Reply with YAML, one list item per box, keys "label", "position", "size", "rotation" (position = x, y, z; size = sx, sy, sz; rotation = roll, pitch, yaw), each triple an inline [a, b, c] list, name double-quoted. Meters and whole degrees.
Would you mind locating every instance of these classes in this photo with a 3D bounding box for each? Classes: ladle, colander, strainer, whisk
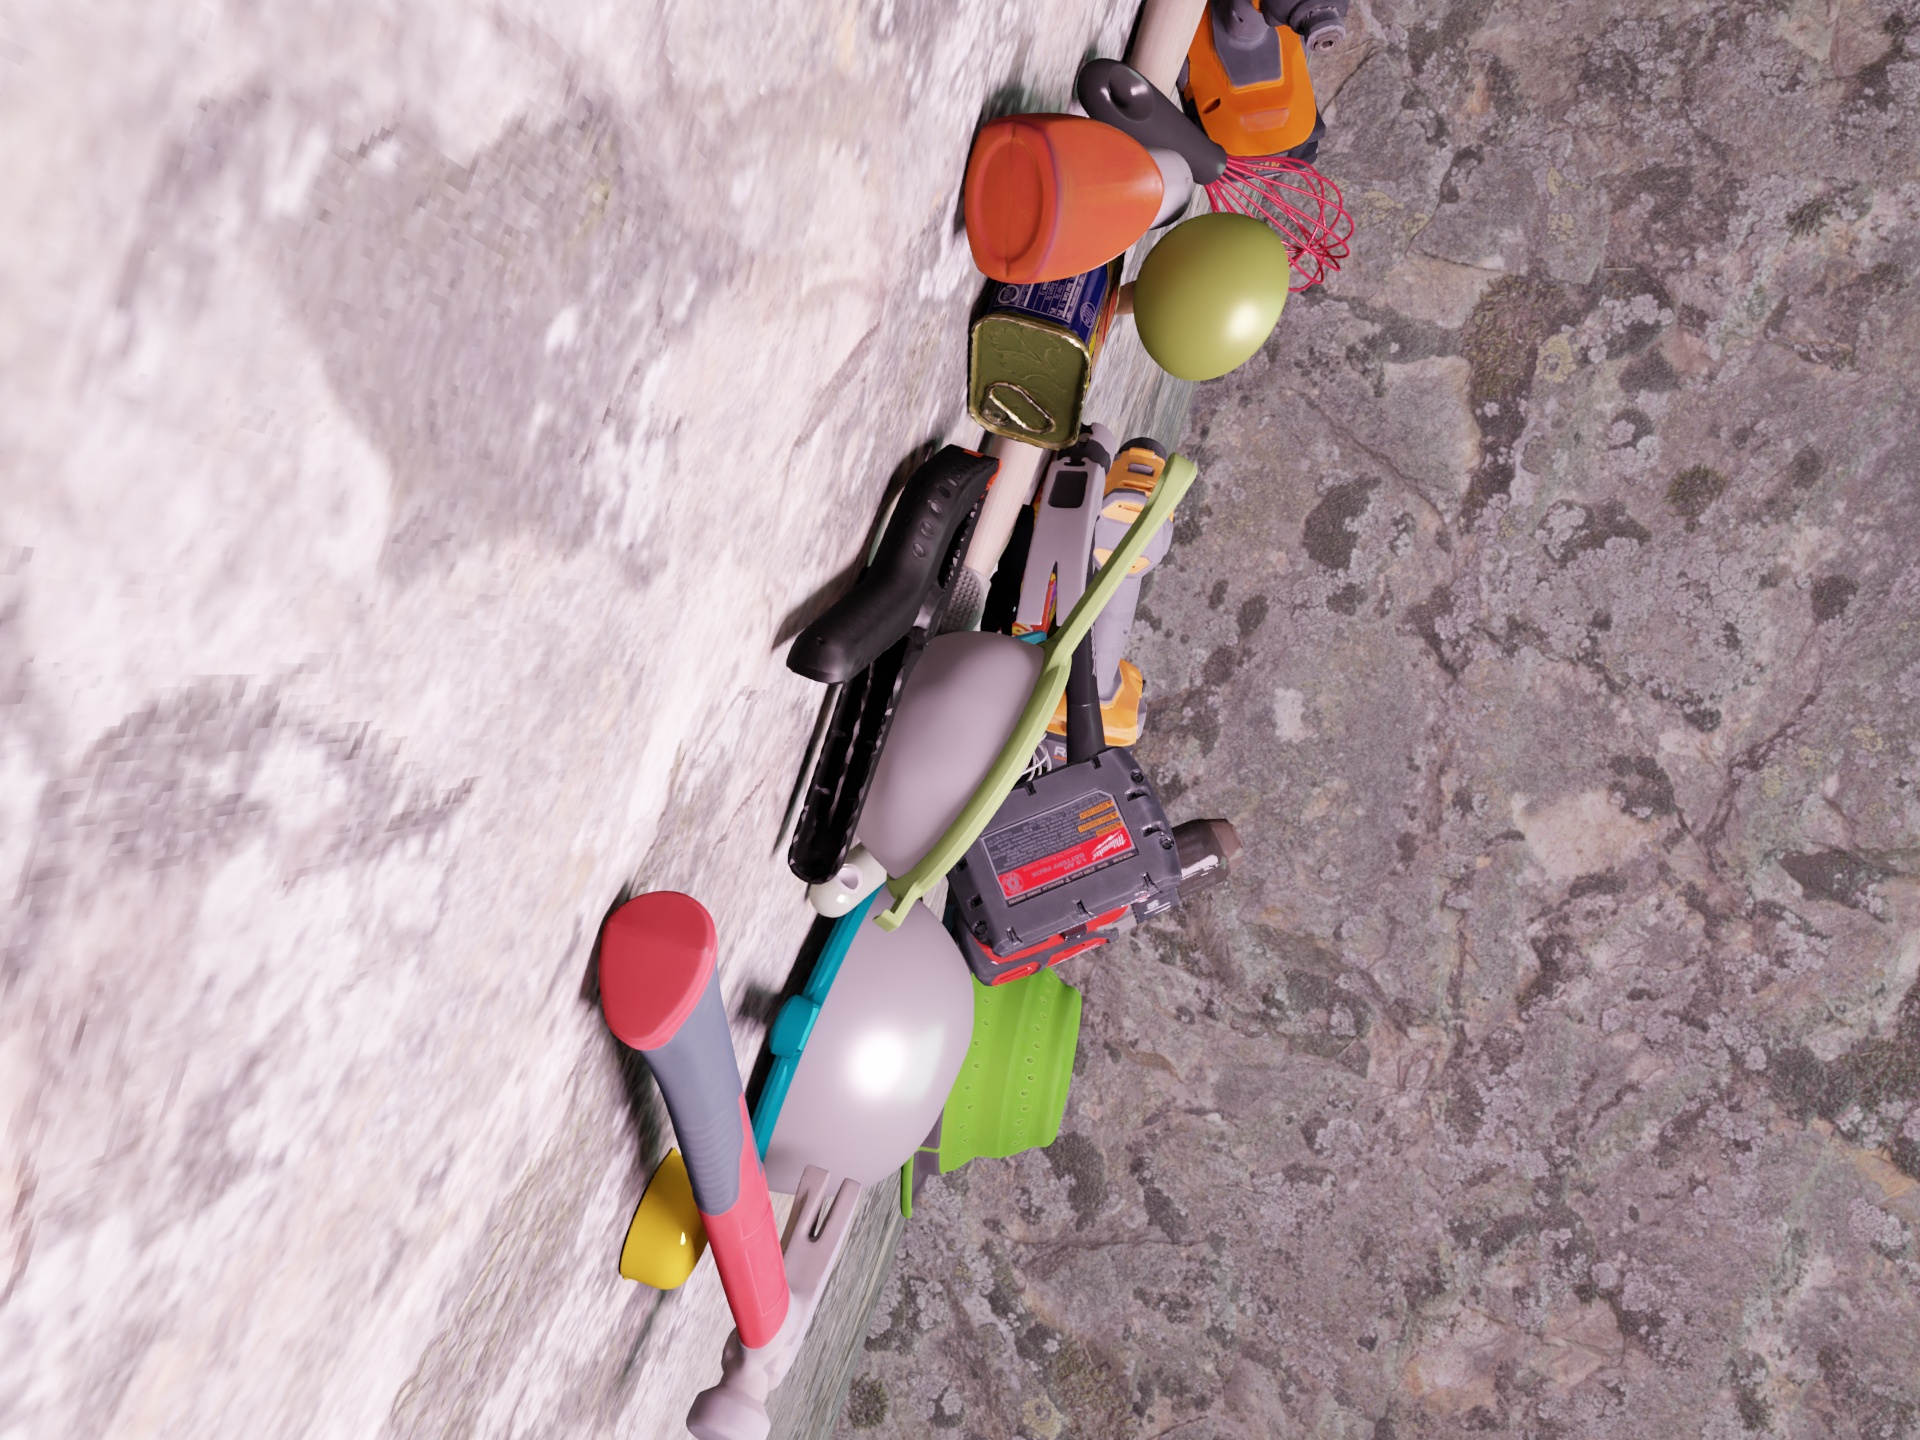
- label: "ladle"
  position: [0.110, -0.222, 0.846]
  size: [0.320, 0.062, 0.078]
  rotation: [-94, -151, -77]
- label: "colander"
  position: [0.048, 0.183, 1.168]
  size: [0.397, 0.094, 0.204]
  rotation: [-70, 167, -50]
- label: "strainer"
  position: [0.014, -0.031, 0.758]
  size: [0.256, 0.069, 0.152]
  rotation: [-55, -171, 20]
- label: "whisk"
  position: [0.147, -0.304, 0.889]
  size: [0.295, 0.073, 0.073]
  rotation: [5, 106, -54]
- label: "whisk"
  position: [-0.013, 0.050, 0.911]
  size: [0.059, 0.058, 0.246]
  rotation: [-47, 174, 36]
- label: "strainer"
  position: [-0.046, 0.183, 0.871]
  size: [0.340, 0.095, 0.211]
  rotation: [96, 17, -78]

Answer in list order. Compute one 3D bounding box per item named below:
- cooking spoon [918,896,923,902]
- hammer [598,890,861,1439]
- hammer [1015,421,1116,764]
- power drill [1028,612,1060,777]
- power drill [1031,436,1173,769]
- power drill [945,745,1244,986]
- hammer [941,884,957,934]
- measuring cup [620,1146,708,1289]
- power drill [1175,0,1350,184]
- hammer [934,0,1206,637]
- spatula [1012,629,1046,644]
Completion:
- label: "cooking spoon"
  position: [-0.038, 0.105, 1.119]
  size: [0.069, 0.017, 0.318]
  rotation: [-60, 170, -17]
- label: "hammer"
  position: [-0.088, 0.175, 0.652]
  size: [0.386, 0.038, 0.143]
  rotation: [90, 19, -50]
- label: "hammer"
  position: [0.074, -0.003, 0.975]
  size: [0.146, 0.035, 0.334]
  rotation: [-73, 162, -44]
- label: "power drill"
  position: [0.080, -0.002, 1.427]
  size: [0.223, 0.080, 0.171]
  rotation: [-63, 175, -59]
- label: "power drill"
  position: [0.113, -0.094, 1.182]
  size: [0.185, 0.084, 0.226]
  rotation: [-71, 172, -62]
- label: "power drill"
  position: [0.081, 0.087, 0.921]
  size: [0.226, 0.188, 0.080]
  rotation: [72, -4, -73]
- label: "hammer"
  position: [0.000, 0.136, 1.244]
  size: [0.128, 0.033, 0.331]
  rotation: [69, 31, -65]
- label: "measuring cup"
  position: [-0.121, 0.231, 0.758]
  size: [0.156, 0.029, 0.062]
  rotation: [46, 64, -79]
- label: "power drill"
  position: [0.180, -0.411, 0.928]
  size: [0.226, 0.084, 0.164]
  rotation: [80, -1, -76]
- label: "hammer"
  position: [0.060, -0.227, 0.896]
  size: [0.146, 0.038, 0.411]
  rotation: [69, 41, -82]
- label: "spatula"
  position: [-0.002, -0.003, 1.001]
  size: [0.317, 0.044, 0.082]
  rotation: [-43, 153, -73]
